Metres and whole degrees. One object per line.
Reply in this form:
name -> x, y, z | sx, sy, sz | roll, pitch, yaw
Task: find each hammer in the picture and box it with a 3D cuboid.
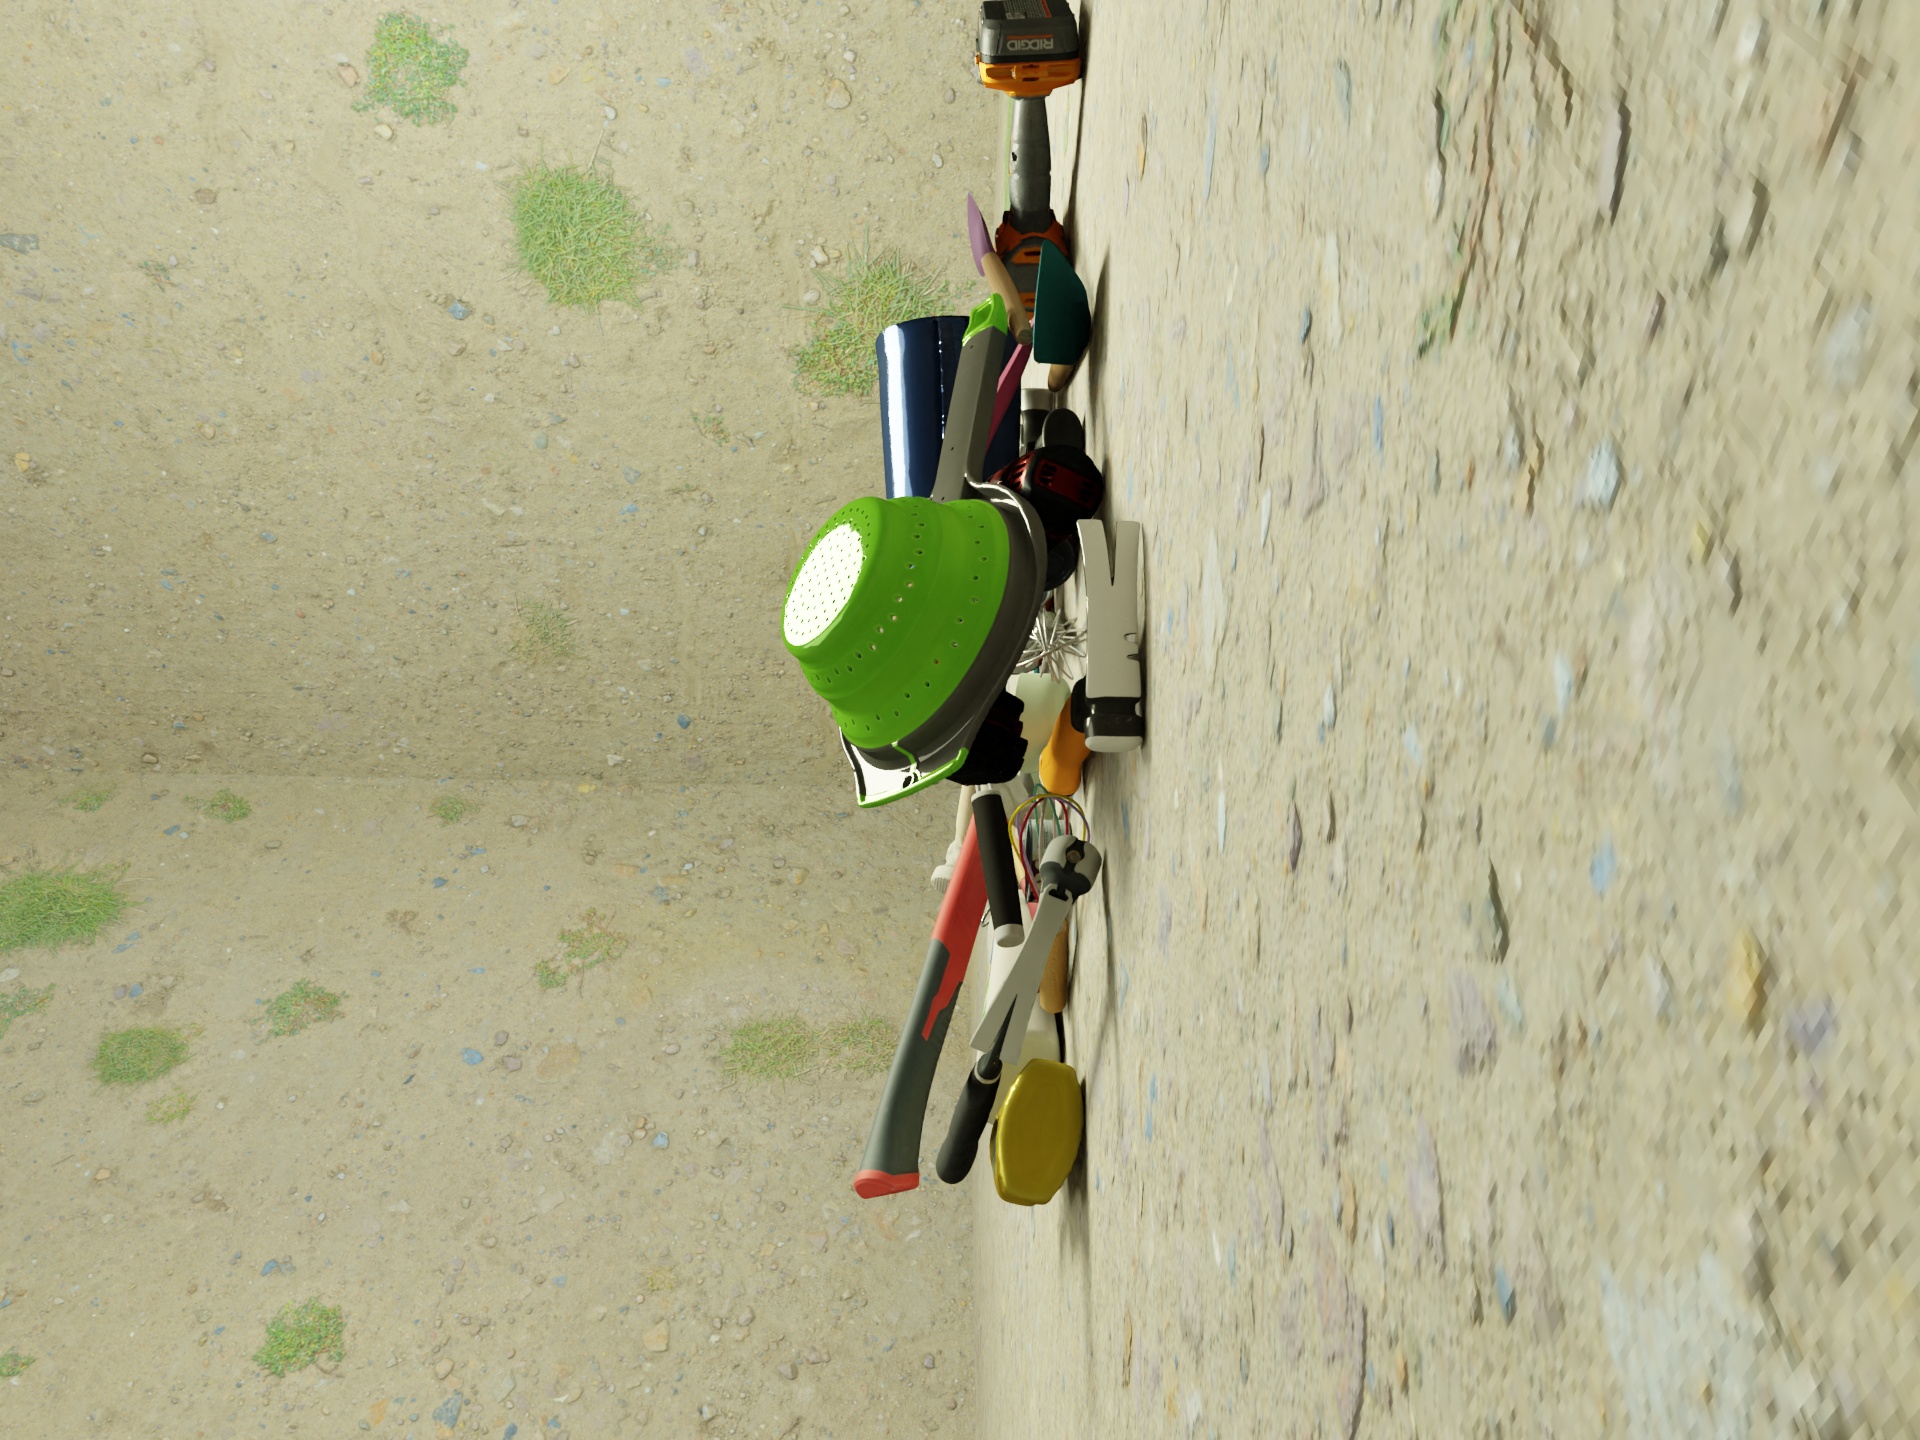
hammer -> 0.024, 0.007, 1.501 | 0.410, 0.038, 0.146 | 96, -163, -54
hammer -> -0.022, 0.175, 1.201 | 0.038, 0.143, 0.387 | -29, 29, 40
hammer -> 0.072, -0.220, 1.347 | 0.335, 0.035, 0.146 | -102, 14, -83
hammer -> 0.022, 0.244, 1.123 | 0.408, 0.036, 0.149 | 103, -169, -53
hammer -> 0.076, -0.012, 0.997 | 0.336, 0.034, 0.127 | 96, 174, -77

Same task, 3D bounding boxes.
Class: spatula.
spatula -> 0.072, -0.286, 1.221 | 0.317, 0.044, 0.082 | -93, 8, -88
spatula -> 0.027, -0.350, 1.245 | 0.316, 0.018, 0.059 | -103, 7, -58

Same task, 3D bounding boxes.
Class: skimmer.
skimmer -> -0.002, -0.004, 1.234 | 0.090, 0.127, 0.364 | 42, -147, -54

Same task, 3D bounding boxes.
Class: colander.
colander -> -0.035, -0.143, 1.035 | 0.204, 0.094, 0.397 | -25, 46, 46

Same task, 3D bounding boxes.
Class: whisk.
whisk -> 0.062, 0.134, 1.150 | 0.051, 0.047, 0.244 | 46, 153, 38
whisk -> 0.068, -0.064, 1.220 | 0.058, 0.059, 0.246 | 64, -174, -5

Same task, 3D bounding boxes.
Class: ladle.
ladle -> 0.053, 0.126, 1.373 | 0.316, 0.031, 0.069 | -103, 20, -60

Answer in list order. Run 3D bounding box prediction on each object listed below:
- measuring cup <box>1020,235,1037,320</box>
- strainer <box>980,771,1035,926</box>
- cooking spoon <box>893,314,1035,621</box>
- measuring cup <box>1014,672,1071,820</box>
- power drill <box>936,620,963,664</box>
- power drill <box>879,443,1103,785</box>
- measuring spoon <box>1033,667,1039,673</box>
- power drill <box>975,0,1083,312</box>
measuring cup -> 0.062, -0.398, 1.518 | 0.173, 0.052, 0.095 | 99, 173, -64
strainer -> 0.060, 0.090, 1.501 | 0.087, 0.050, 0.258 | -96, 12, -62
cooking spoon -> -0.003, -0.157, 1.134 | 0.319, 0.017, 0.068 | -67, 9, -17
measuring cup -> 0.073, 0.032, 1.226 | 0.167, 0.038, 0.083 | 73, -160, -45
power drill -> 0.007, -0.117, 1.570 | 0.220, 0.078, 0.143 | -54, -29, -53
power drill -> 0.014, -0.073, 1.103 | 0.188, 0.080, 0.227 | -11, 58, 71
measuring spoon -> 0.068, -0.015, 1.572 | 0.042, 0.021, 0.129 | 95, 175, -70
power drill -> 0.057, -0.476, 1.328 | 0.164, 0.084, 0.226 | -91, -1, -58
